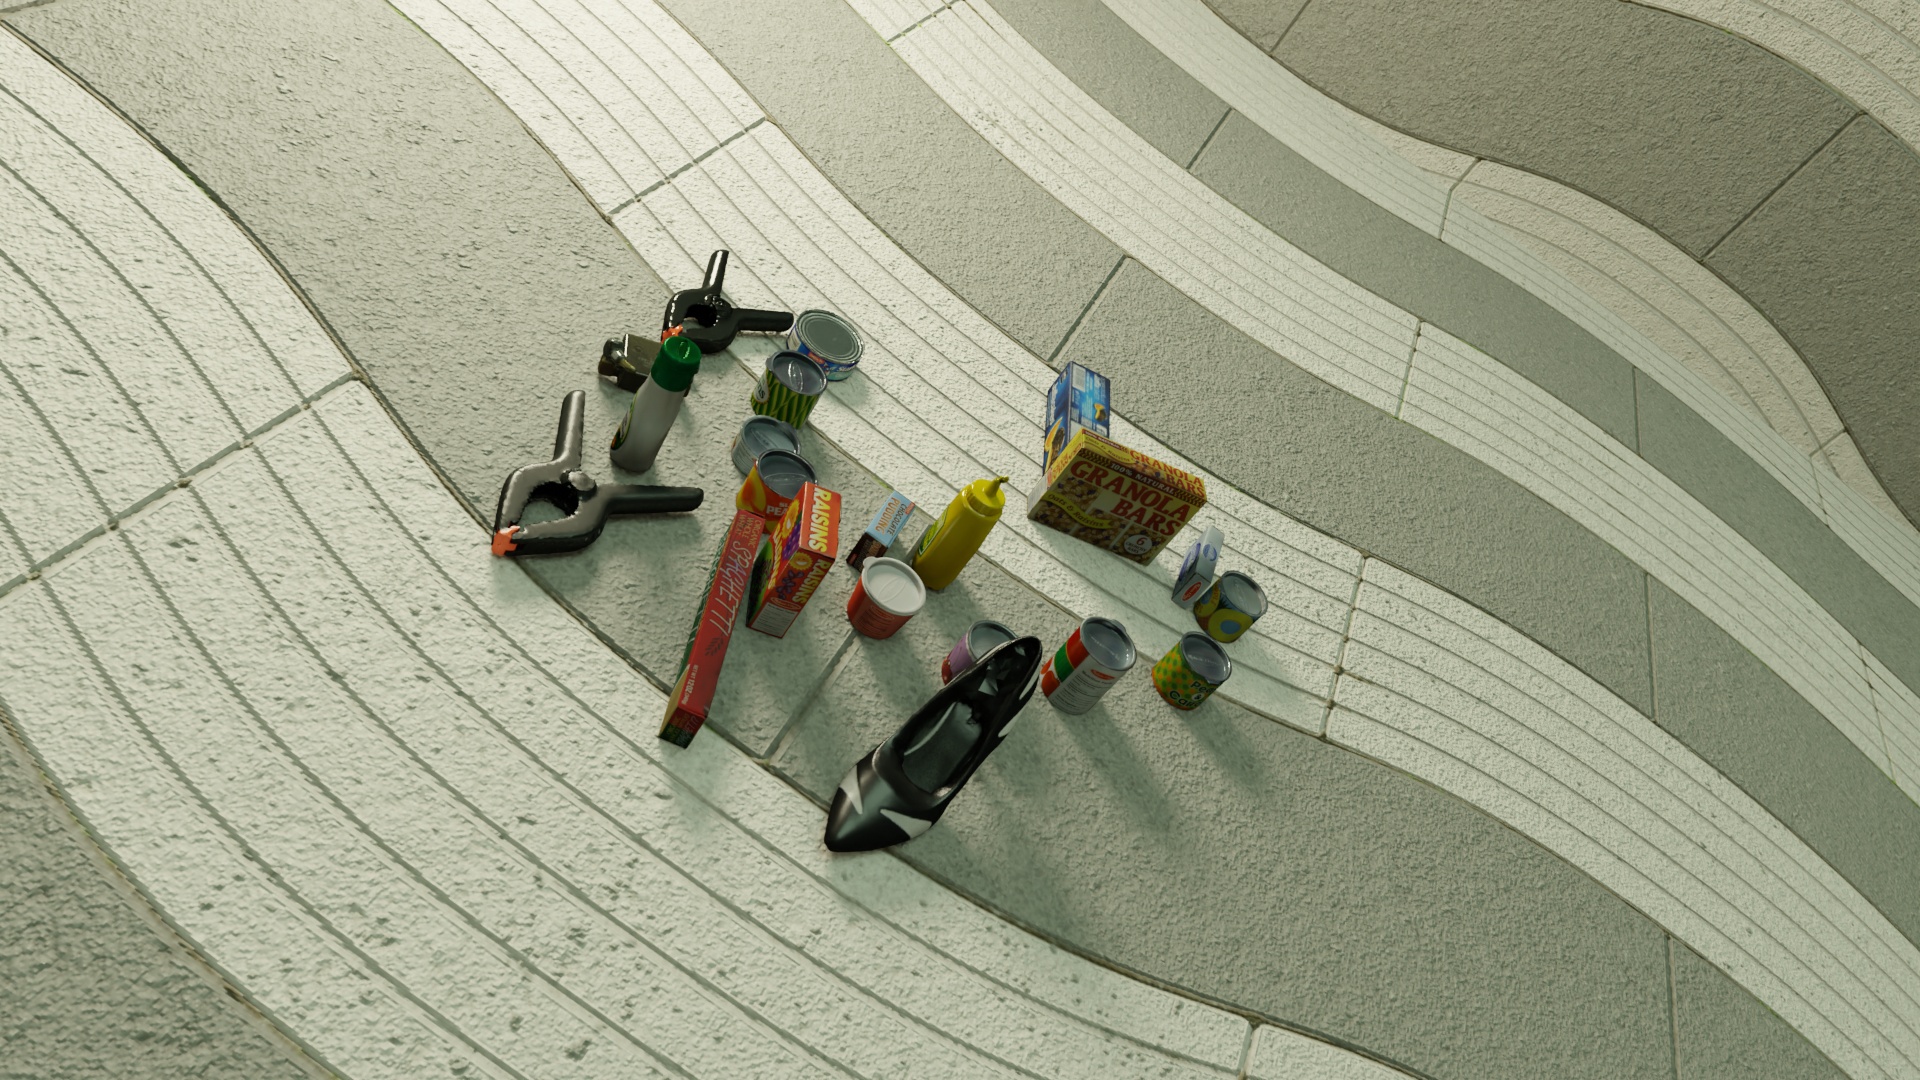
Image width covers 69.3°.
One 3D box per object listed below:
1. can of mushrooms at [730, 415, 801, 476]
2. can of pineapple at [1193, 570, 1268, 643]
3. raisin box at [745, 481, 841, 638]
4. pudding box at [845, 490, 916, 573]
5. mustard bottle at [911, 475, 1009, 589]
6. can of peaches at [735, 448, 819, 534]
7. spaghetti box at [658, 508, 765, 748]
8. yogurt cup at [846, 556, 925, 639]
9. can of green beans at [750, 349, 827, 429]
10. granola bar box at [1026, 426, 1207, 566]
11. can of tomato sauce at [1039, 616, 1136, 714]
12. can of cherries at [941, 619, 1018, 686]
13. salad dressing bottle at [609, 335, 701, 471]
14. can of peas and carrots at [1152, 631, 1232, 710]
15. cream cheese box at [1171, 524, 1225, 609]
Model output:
[{"bbox_3d":[-0.197,-0.094,1.419,0.071,0.033,0.071,21,42,-19],"label":"can of mushrooms"},{"bbox_3d":[0.312,0.076,1.612,0.071,0.057,0.071,21,42,-20],"label":"can of pineapple"},{"bbox_3d":[-0.152,0.019,1.271,0.040,0.122,0.086,21,42,-20],"label":"raisin box"},{"bbox_3d":[-0.080,-0.008,1.409,0.030,0.049,0.084,35,39,-3],"label":"pudding box"},{"bbox_3d":[0.005,-0.017,1.395,0.049,0.159,0.066,29,40,-11],"label":"mustard bottle"},{"bbox_3d":[-0.180,-0.046,1.366,0.071,0.057,0.071,21,42,-20],"label":"can of peaches"},{"bbox_3d":[-0.217,0.070,1.229,0.029,0.050,0.251,25,41,-15],"label":"spaghetti box"},{"bbox_3d":[-0.075,0.059,1.344,0.072,0.053,0.073,21,42,-20],"label":"yogurt cup"},{"bbox_3d":[-0.183,-0.160,1.476,0.071,0.057,0.071,21,42,-20],"label":"can of green beans"},{"bbox_3d":[0.176,-0.048,1.581,0.165,0.123,0.039,22,41,-19],"label":"granola bar box"},{"bbox_3d":[0.128,0.126,1.406,0.071,0.082,0.071,21,42,-20],"label":"can of tomato sauce"},{"bbox_3d":[0.023,0.122,1.350,0.071,0.058,0.072,21,42,-20],"label":"can of cherries"},{"bbox_3d":[-0.284,-0.127,1.297,0.044,0.147,0.064,23,41,-17],"label":"salad dressing bottle"},{"bbox_3d":[0.250,0.143,1.499,0.071,0.058,0.071,21,42,-20],"label":"can of peas and carrots"},{"bbox_3d":[0.280,0.031,1.637,0.024,0.053,0.104,34,39,-4],"label":"cream cheese box"}]
